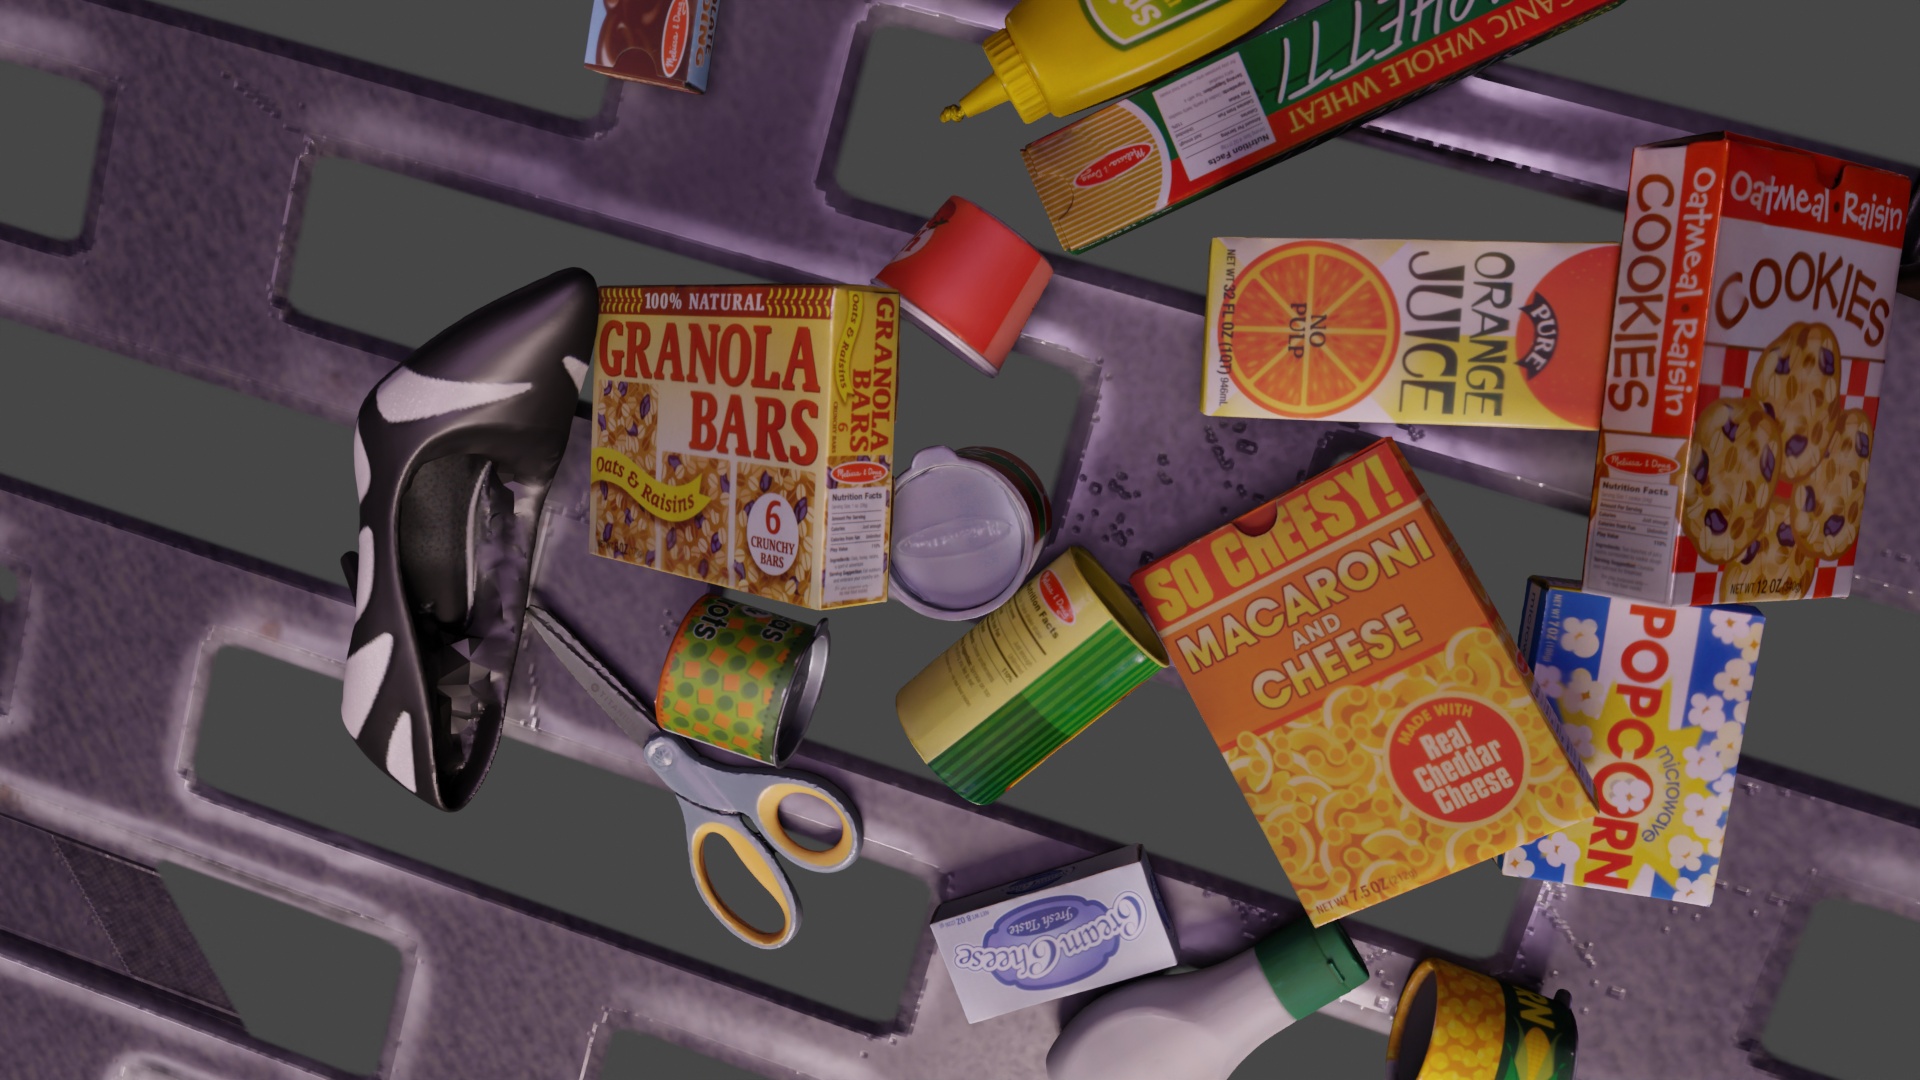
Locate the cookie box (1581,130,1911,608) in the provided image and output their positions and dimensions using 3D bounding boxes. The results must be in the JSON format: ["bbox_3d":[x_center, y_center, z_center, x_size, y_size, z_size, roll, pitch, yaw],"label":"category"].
[{"bbox_3d":[0.301,-0.061,0.529,0.123,0.040,0.167,0,98,-31],"label":"cookie box"}]

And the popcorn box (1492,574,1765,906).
[{"bbox_3d":[0.276,0.082,0.584,0.085,0.038,0.126,7,98,8],"label":"popcorn box"}]

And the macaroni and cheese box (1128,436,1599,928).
[{"bbox_3d":[0.164,0.058,0.576,0.123,0.040,0.166,-30,83,22],"label":"macaroni and cheese box"}]

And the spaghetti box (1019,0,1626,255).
[{"bbox_3d":[0.149,-0.192,0.577,0.250,0.029,0.050,-23,93,11],"label":"spaghetti box"}]

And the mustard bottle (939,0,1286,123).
[{"bbox_3d":[0.061,-0.215,0.578,0.160,0.049,0.065,-29,88,11],"label":"mustard bottle"}]

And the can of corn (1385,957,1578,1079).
[{"bbox_3d":[0.222,0.217,0.595,0.058,0.071,0.071,18,99,7],"label":"can of corn"}]

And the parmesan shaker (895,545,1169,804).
[{"bbox_3d":[0.030,0.058,0.609,0.103,0.071,0.071,-40,89,12],"label":"parmesan shaker"}]

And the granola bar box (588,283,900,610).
[{"bbox_3d":[-0.095,-0.045,0.585,0.165,0.039,0.124,10,100,43],"label":"granola bar box"}]

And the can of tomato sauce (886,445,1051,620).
[{"bbox_3d":[0.002,-0.007,0.594,0.071,0.083,0.071,1,97,9],"label":"can of tomato sauce"}]

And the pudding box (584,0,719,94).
[{"bbox_3d":[-0.134,-0.245,0.616,0.050,0.030,0.083,12,99,6],"label":"pudding box"}]

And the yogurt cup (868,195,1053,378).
[{"bbox_3d":[0.003,-0.110,0.593,0.072,0.072,0.054,36,93,3],"label":"yogurt cup"}]

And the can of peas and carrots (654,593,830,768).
[{"bbox_3d":[-0.097,0.060,0.627,0.059,0.071,0.071,17,99,7],"label":"can of peas and carrots"}]

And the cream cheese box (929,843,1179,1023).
[{"bbox_3d":[0.044,0.181,0.640,0.104,0.024,0.053,-20,95,11],"label":"cream cheese box"}]

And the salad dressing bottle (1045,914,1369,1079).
[{"bbox_3d":[0.111,0.216,0.624,0.147,0.044,0.064,-33,95,10],"label":"salad dressing bottle"}]

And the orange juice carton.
[{"bbox_3d":[0.195,-0.082,0.560,0.193,0.073,0.071,3,97,8],"label":"orange juice carton"}]
